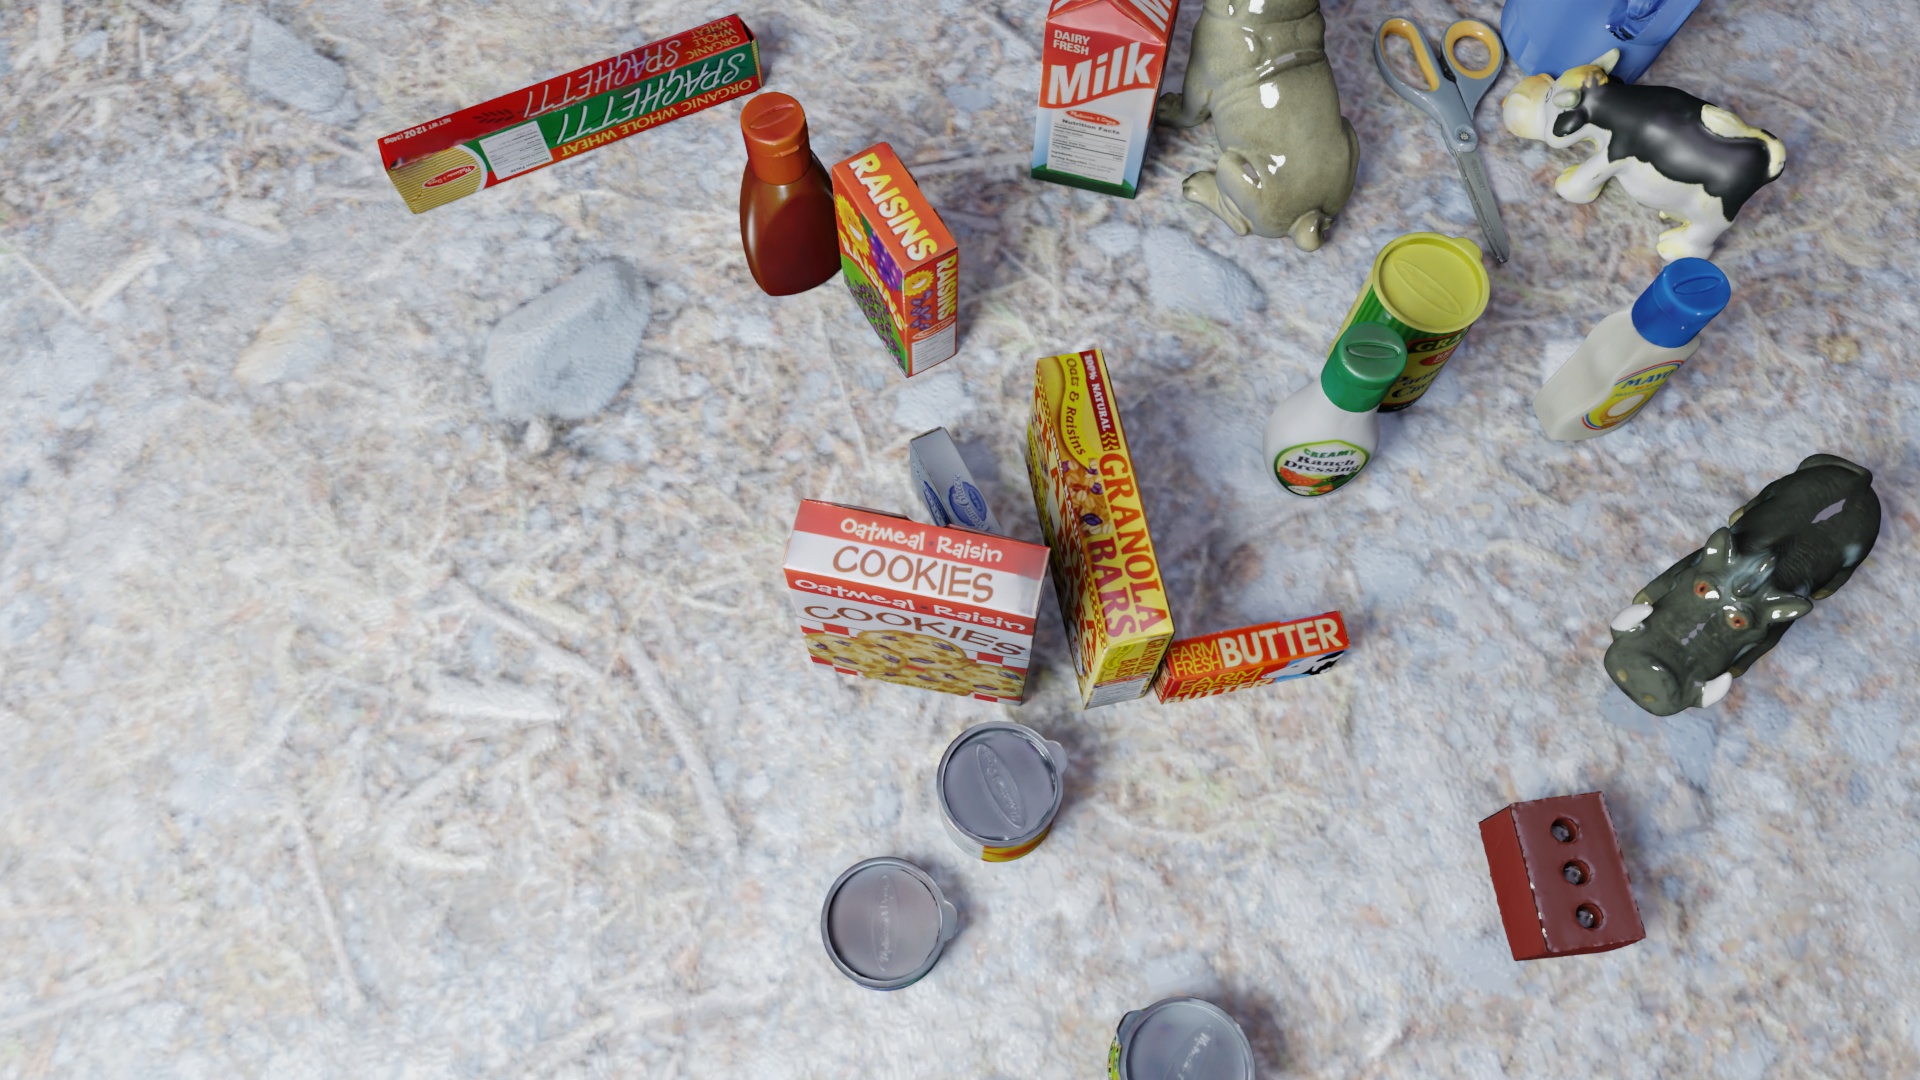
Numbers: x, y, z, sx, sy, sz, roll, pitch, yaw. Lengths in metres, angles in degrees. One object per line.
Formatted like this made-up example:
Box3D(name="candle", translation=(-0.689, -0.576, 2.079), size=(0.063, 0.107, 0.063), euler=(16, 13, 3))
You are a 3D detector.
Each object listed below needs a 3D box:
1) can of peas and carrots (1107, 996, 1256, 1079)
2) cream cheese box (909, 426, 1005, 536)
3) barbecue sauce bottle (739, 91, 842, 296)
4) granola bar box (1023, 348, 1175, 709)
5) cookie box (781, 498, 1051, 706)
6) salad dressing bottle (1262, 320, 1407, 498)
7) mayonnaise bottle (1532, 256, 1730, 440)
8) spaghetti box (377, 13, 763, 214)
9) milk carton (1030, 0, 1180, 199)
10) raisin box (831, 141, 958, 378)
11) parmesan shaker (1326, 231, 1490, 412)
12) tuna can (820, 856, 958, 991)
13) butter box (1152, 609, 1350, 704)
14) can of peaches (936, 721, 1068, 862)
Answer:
Box3D(name="can of peas and carrots", translation=(0.106, 0.262, 0.692), size=(0.071, 0.058, 0.071), euler=(0, 68, -1))
Box3D(name="cream cheese box", translation=(0.003, -0.010, 0.805), size=(0.024, 0.053, 0.104), euler=(-25, 70, -10))
Box3D(name="barbecue sauce bottle", translation=(-0.104, -0.205, 0.831), size=(0.065, 0.148, 0.044), euler=(-28, 71, -11))
Box3D(name="granola bar box", translation=(0.073, -0.004, 0.765), size=(0.039, 0.123, 0.166), euler=(-10, 69, -5))
Box3D(name="cookie box", translation=(-0.021, 0.036, 0.724), size=(0.123, 0.166, 0.040), euler=(11, 69, 4))
Box3D(name="salad dressing bottle", translation=(0.211, -0.071, 0.782), size=(0.064, 0.147, 0.044), euler=(5, 68, 1))
Box3D(name="mayonnaise bottle", translation=(0.387, -0.107, 0.798), size=(0.065, 0.147, 0.041), euler=(-14, 69, -6))
Box3D(name="spaghetti box", translation=(-0.251, -0.281, 0.913), size=(0.250, 0.050, 0.029), euler=(-24, 70, -10))
Box3D(name="milk carton", translation=(0.091, -0.299, 0.850), size=(0.073, 0.189, 0.072), euler=(14, 69, 5))
Box3D(name="raisin box", translation=(-0.037, -0.165, 0.829), size=(0.040, 0.123, 0.086), euler=(-28, 71, -11))
Box3D(name="parmesan shaker", translation=(0.267, -0.129, 0.830), size=(0.071, 0.102, 0.071), euler=(0, 68, -1))
Box3D(name="tuna can", translation=(-0.037, 0.202, 0.729), size=(0.071, 0.032, 0.071), euler=(0, 68, -1))
Box3D(name="butter box", translation=(0.160, 0.066, 0.776), size=(0.103, 0.053, 0.024), euler=(-10, 69, -5))
Box3D(name="can of peaches", translation=(0.023, 0.135, 0.744), size=(0.071, 0.058, 0.071), euler=(0, 68, -1))
